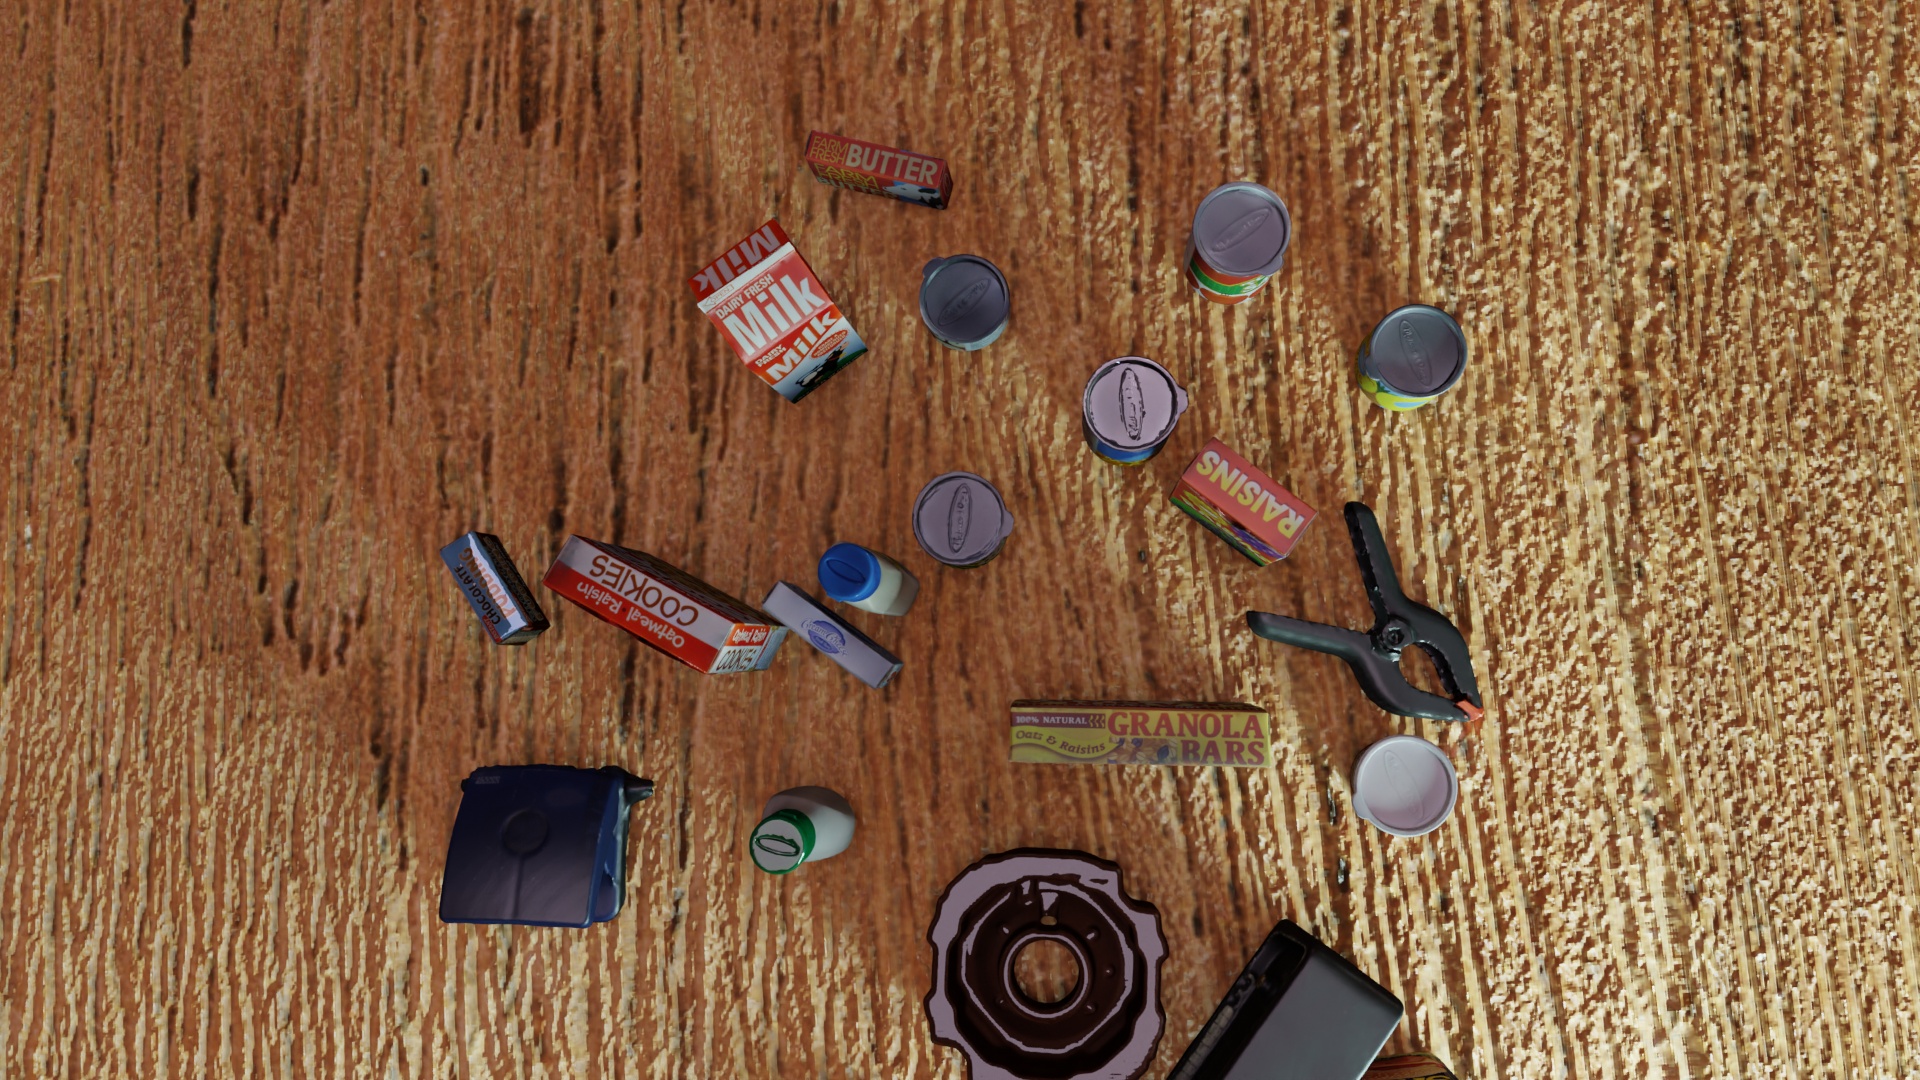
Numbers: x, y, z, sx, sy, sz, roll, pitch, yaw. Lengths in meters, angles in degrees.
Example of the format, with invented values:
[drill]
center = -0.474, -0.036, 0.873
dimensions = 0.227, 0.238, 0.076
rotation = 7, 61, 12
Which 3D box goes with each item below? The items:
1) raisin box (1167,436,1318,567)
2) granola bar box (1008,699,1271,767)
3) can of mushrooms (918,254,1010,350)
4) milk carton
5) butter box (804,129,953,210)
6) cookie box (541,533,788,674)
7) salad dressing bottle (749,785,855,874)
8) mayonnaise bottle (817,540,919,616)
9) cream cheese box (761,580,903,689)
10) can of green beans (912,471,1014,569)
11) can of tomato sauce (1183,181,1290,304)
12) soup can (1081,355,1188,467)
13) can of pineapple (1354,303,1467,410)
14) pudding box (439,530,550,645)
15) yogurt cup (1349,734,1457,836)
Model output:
[raisin box]
center = 0.189, -0.024, 0.945
dimensions = 0.086, 0.123, 0.040
rotation = 38, 89, 6
[granola bar box]
center = 0.117, 0.128, 0.936
dimensions = 0.166, 0.124, 0.039
rotation = 0, 85, 4
[can of mushrooms]
center = 0.002, -0.175, 1.018
dimensions = 0.071, 0.033, 0.071
rotation = 0, 85, 4
[milk carton]
center = -0.125, -0.157, 0.947
dimensions = 0.072, 0.190, 0.073
rotation = -35, 84, 1
[butter box]
center = -0.059, -0.272, 1.022
dimensions = 0.103, 0.053, 0.024
rotation = 14, 87, 5
[cookie box]
center = -0.195, 0.047, 0.946
dimensions = 0.123, 0.167, 0.040
rotation = 27, 88, 6
[salad dressing bottle]
center = -0.109, 0.195, 0.936
dimensions = 0.064, 0.147, 0.044
rotation = 14, 87, 5
[mayonnaise bottle]
center = -0.066, 0.025, 0.948
dimensions = 0.065, 0.148, 0.041
rotation = 28, 88, 6
[cream cheese box]
center = -0.091, 0.068, 0.993
dimensions = 0.104, 0.053, 0.024
rotation = 35, 89, 6
[can of green beans]
center = 0.001, -0.013, 0.991
dimensions = 0.071, 0.058, 0.071
rotation = 0, 85, 4
[can of tomato sauce]
center = 0.195, -0.207, 0.982
dimensions = 0.071, 0.083, 0.071
rotation = 0, 85, 4
[soup can]
center = 0.121, -0.089, 0.976
dimensions = 0.071, 0.083, 0.071
rotation = 0, 85, 4
[can of pineapple]
center = 0.314, -0.128, 0.978
dimensions = 0.071, 0.058, 0.071
rotation = 0, 85, 4
[pudding box]
center = -0.341, 0.036, 1.017
dimensions = 0.030, 0.049, 0.084
rotation = -33, 83, 1
[yogurt cup]
center = 0.300, 0.166, 0.955
dimensions = 0.072, 0.054, 0.072
rotation = 0, 85, 4
